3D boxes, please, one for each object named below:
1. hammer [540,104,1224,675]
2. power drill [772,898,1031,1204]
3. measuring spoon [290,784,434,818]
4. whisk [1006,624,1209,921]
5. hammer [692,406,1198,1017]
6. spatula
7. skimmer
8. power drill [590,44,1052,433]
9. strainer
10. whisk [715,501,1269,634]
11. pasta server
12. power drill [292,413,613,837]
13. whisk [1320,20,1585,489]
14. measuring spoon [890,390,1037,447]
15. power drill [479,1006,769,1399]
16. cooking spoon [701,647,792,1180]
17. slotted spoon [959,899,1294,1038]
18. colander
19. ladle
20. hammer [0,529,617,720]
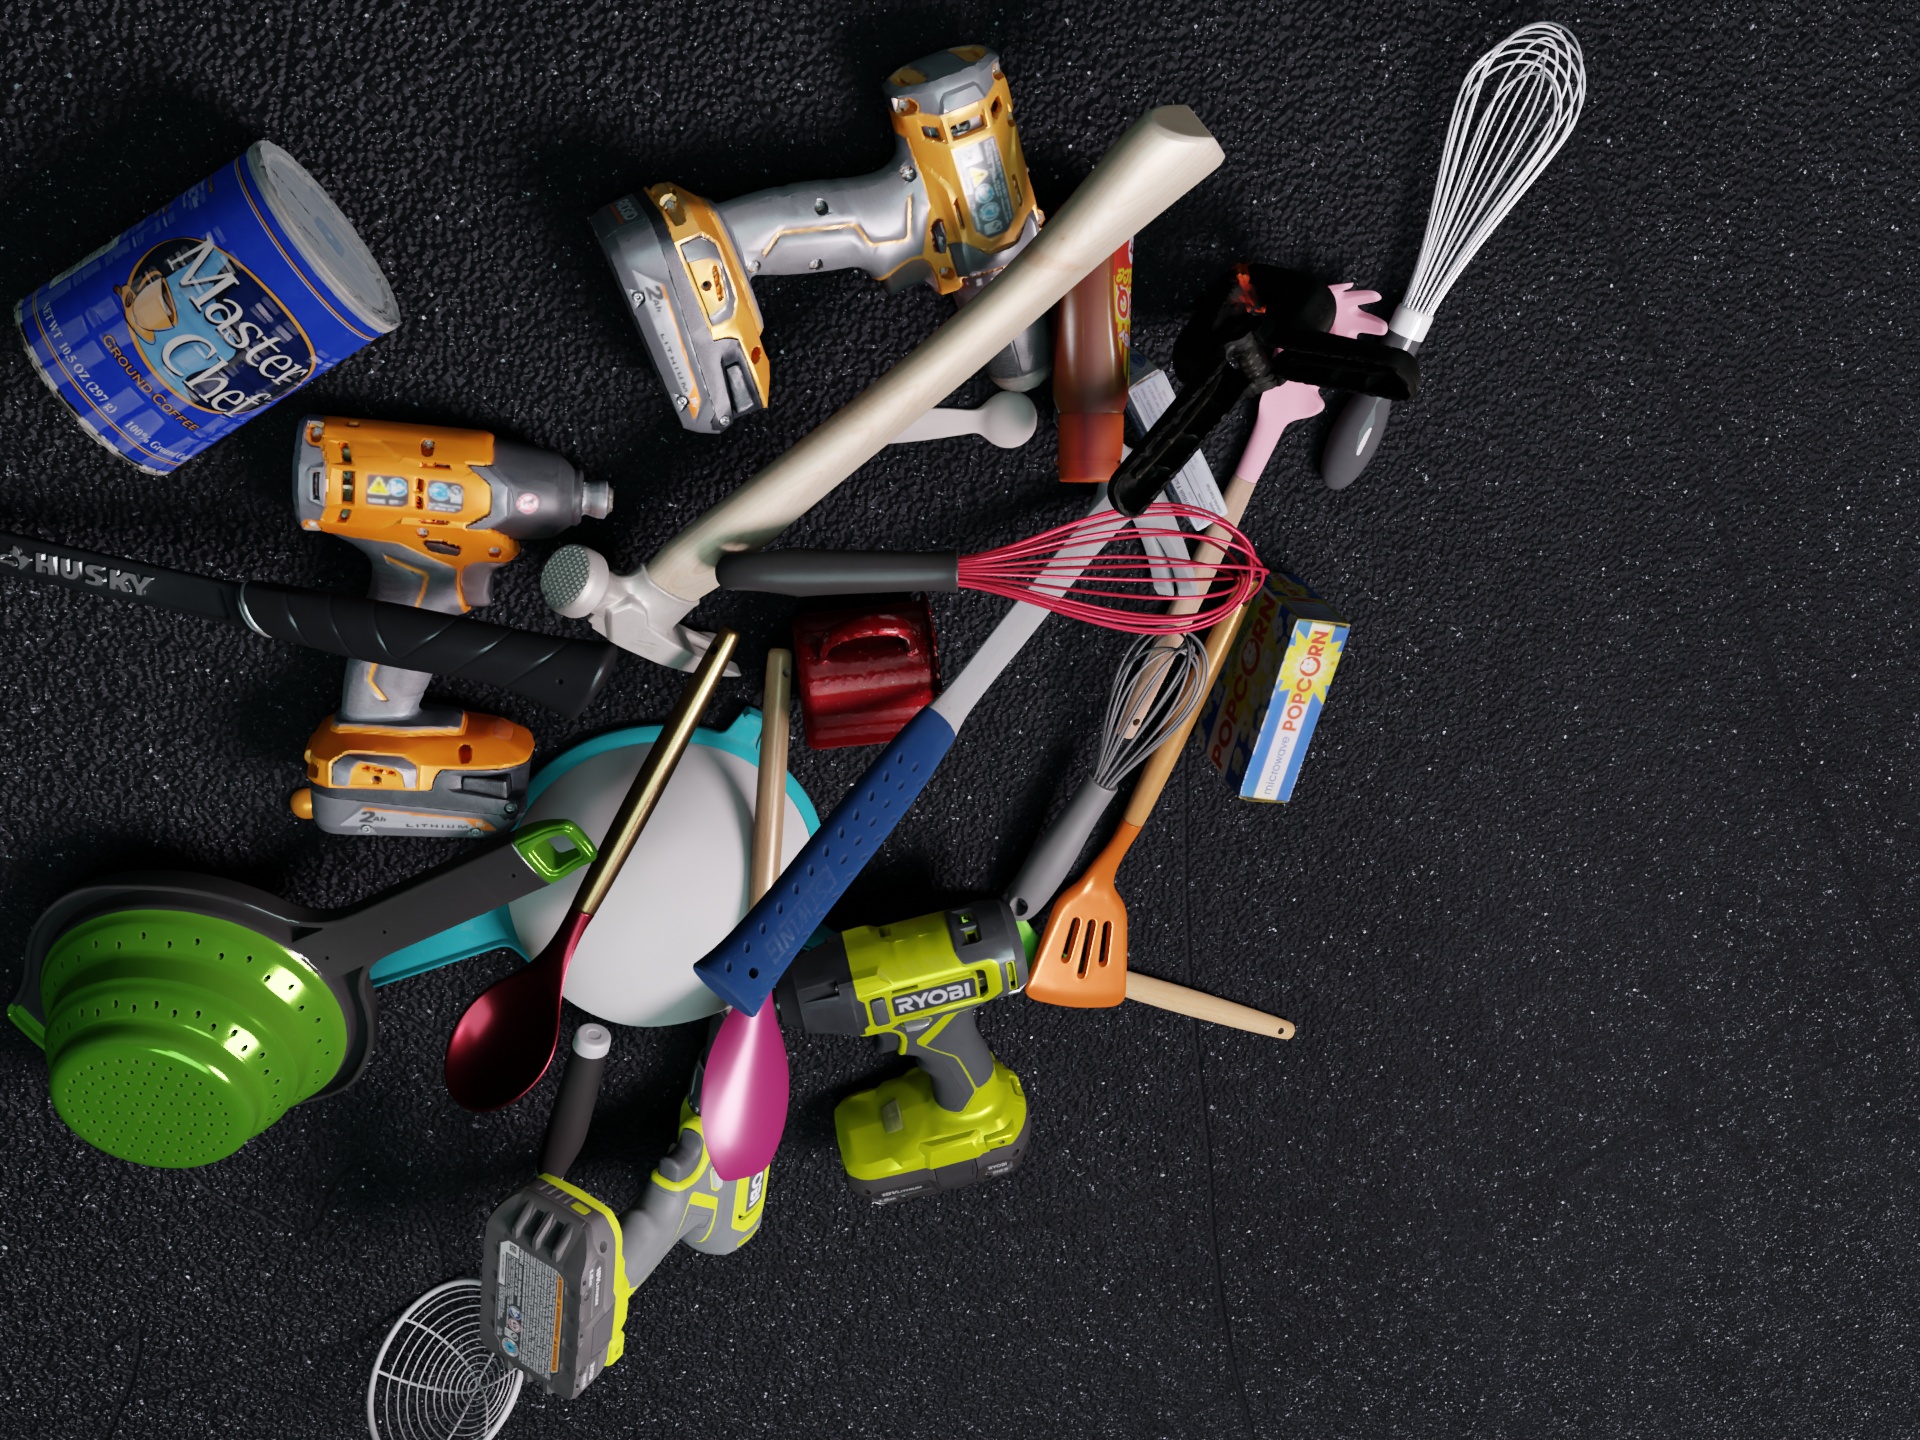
[{"bbox_3d":[-0.030,-0.165,0.843,0.410,0.038,0.146,-37,150,17],"label":"hammer"},{"bbox_3d":[-0.037,0.221,1.056,0.171,0.080,0.223,-13,131,-5],"label":"power drill"},{"bbox_3d":[-0.343,0.051,0.960,0.117,0.011,0.021,0,116,-14],"label":"measuring spoon"},{"bbox_3d":[0.088,0.039,1.024,0.055,0.055,0.239,19,117,-22],"label":"whisk"},{"bbox_3d":[-0.001,-0.003,0.893,0.405,0.035,0.144,-52,121,-22],"label":"hammer"},{"bbox_3d":[0.128,0.052,1.054,0.081,0.041,0.322,10,116,-26],"label":"spatula"},{"bbox_3d":[-0.308,0.343,1.037,0.090,0.127,0.363,-1,125,-38],"label":"skimmer"},{"bbox_3d":[-0.059,-0.232,0.853,0.226,0.084,0.185,-25,126,-7],"label":"power drill"},{"bbox_3d":[-0.243,0.133,0.978,0.340,0.095,0.210,-17,119,-7],"label":"strainer"},{"bbox_3d":[0.017,-0.080,0.849,0.296,0.073,0.073,0,117,-2],"label":"whisk"},{"bbox_3d":[0.168,-0.123,0.986,0.060,0.040,0.316,12,114,-27],"label":"pasta server"},{"bbox_3d":[-0.283,-0.051,0.887,0.164,0.084,0.226,3,111,-15],"label":"power drill"},{"bbox_3d":[0.279,-0.265,0.936,0.070,0.070,0.284,13,117,-19],"label":"whisk"},{"bbox_3d":[-0.014,-0.171,0.927,0.124,0.018,0.034,-6,117,-10],"label":"measuring spoon"},{"bbox_3d":[-0.196,0.298,1.020,0.080,0.228,0.190,21,117,22],"label":"power drill"},{"bbox_3d":[-0.118,0.116,0.945,0.068,0.017,0.319,1,94,-48],"label":"cooking spoon"},{"bbox_3d":[0.112,0.188,1.133,0.313,0.031,0.070,19,99,-24],"label":"slotted spoon"},{"bbox_3d":[-0.382,0.160,0.902,0.397,0.095,0.204,-23,123,16],"label":"colander"},{"bbox_3d":[-0.206,0.085,0.911,0.315,0.069,0.031,-61,155,5],"label":"ladle"},{"bbox_3d":[-0.377,-0.067,0.814,0.409,0.036,0.149,12,110,1],"label":"hammer"}]
